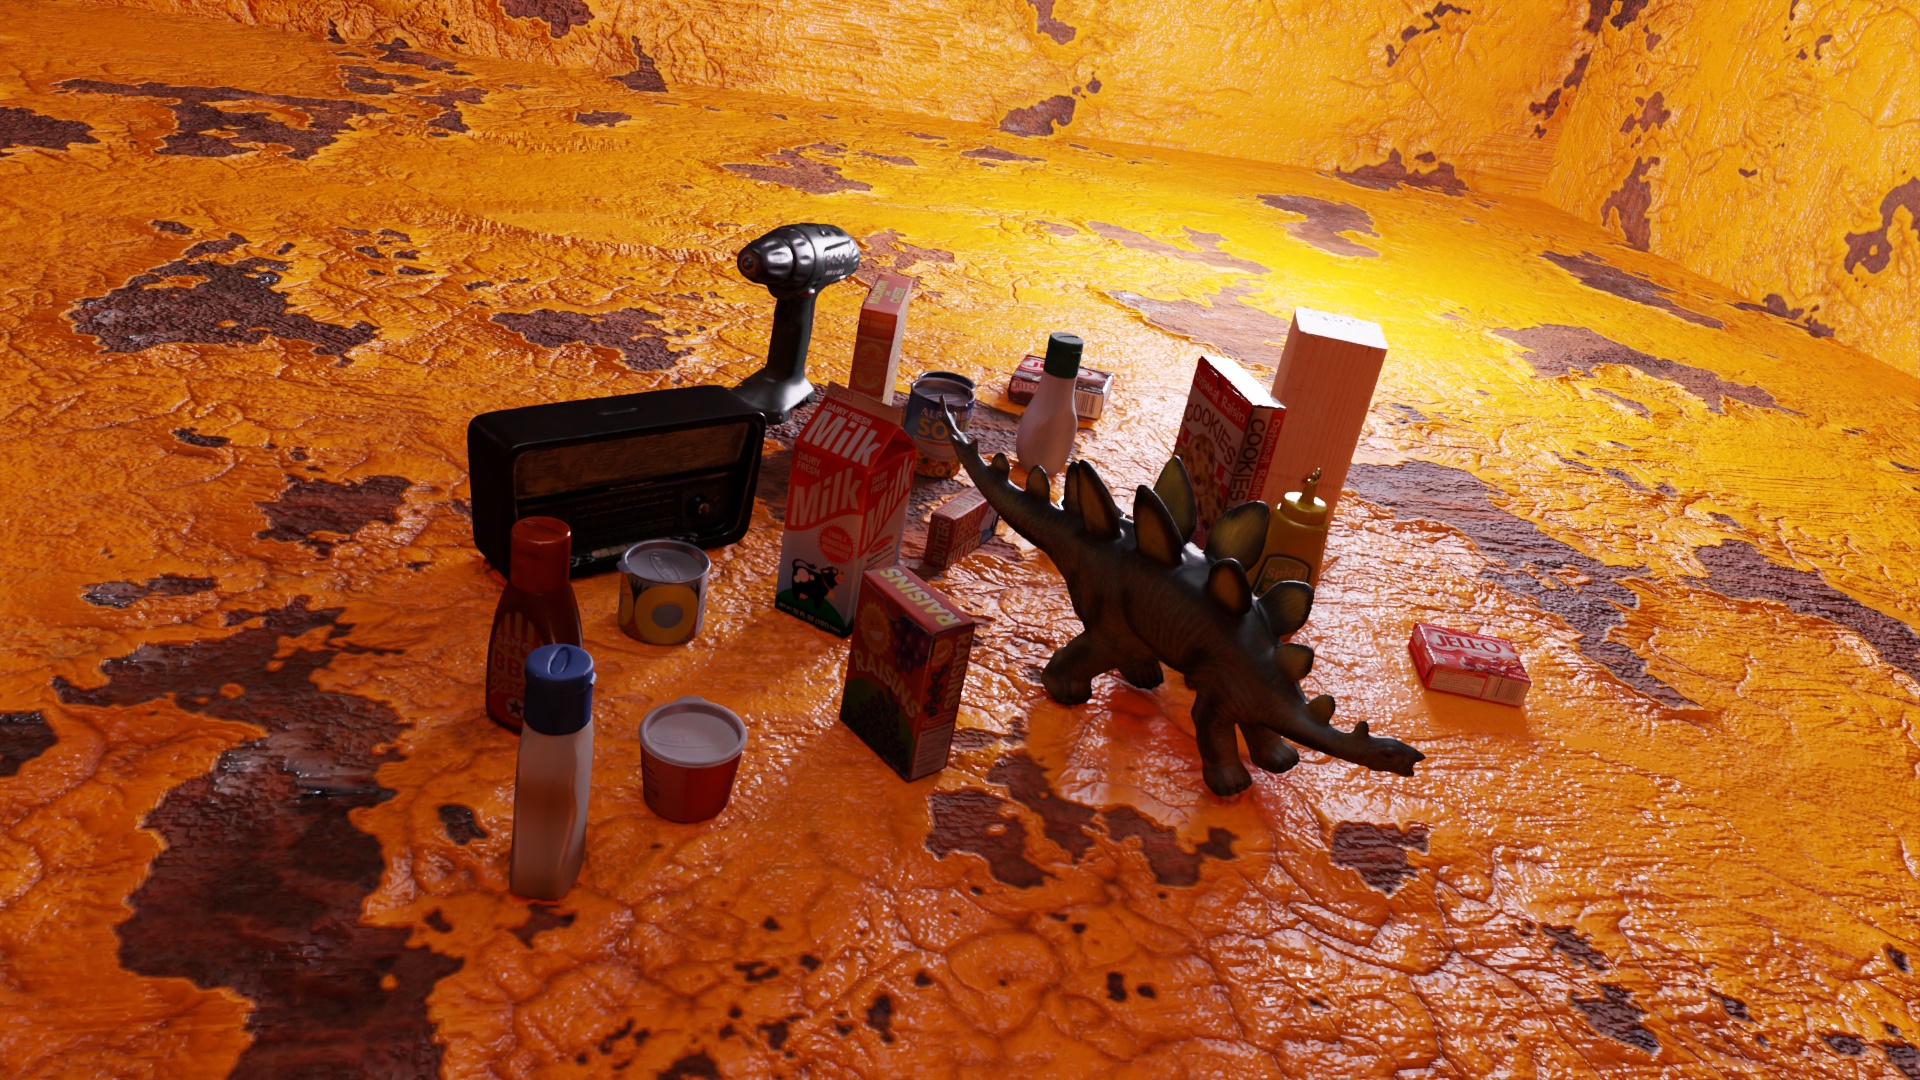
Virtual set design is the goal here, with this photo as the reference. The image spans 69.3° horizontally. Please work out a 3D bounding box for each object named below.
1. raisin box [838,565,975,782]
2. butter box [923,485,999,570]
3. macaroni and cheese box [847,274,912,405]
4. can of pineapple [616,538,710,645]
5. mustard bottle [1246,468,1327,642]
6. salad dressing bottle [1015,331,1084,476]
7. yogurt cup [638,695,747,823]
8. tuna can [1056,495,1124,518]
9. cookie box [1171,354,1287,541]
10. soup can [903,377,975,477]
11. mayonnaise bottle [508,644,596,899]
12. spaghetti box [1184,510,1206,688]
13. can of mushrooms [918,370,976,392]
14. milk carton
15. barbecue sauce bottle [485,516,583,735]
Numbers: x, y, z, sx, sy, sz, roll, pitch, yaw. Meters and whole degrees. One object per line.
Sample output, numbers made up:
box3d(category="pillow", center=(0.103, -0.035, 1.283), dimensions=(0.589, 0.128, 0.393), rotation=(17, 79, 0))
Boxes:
box3d(category="raisin box", center=(-0.039, 0.091, 0.963), dimensions=(0.040, 0.122, 0.086), rotation=(-12, 35, -38))
box3d(category="butter box", center=(0.005, -0.016, 1.263), dimensions=(0.024, 0.053, 0.104), rotation=(23, 29, 22))
box3d(category="macaroni and cheese box", center=(-0.087, -0.172, 1.404), dimensions=(0.040, 0.165, 0.124), rotation=(11, 27, 0))
box3d(category="can of pineapple", center=(-0.229, 0.039, 1.062), dimensions=(0.071, 0.057, 0.071), rotation=(9, 27, -5))
box3d(category="mustard bottle", center=(0.284, 0.010, 1.204), dimensions=(0.065, 0.159, 0.049), rotation=(14, 27, 5))
box3d(category="salad dressing bottle", center=(0.096, -0.141, 1.436), dimensions=(0.064, 0.147, 0.044), rotation=(-8, 32, -33))
box3d(category="yogurt cup", center=(-0.173, 0.143, 0.888), dimensions=(0.072, 0.053, 0.073), rotation=(9, 27, -5))
box3d(category="tuna can", center=(0.121, -0.018, 1.334), dimensions=(0.071, 0.032, 0.071), rotation=(9, 27, -5))
box3d(category="cookie box", center=(0.253, -0.080, 1.358), dimensions=(0.040, 0.166, 0.123), rotation=(2, 28, -19))
box3d(category="soup can", center=(-0.024, -0.113, 1.406), dimensions=(0.071, 0.083, 0.072), rotation=(9, 27, -5))
box3d(category="mayonnaise bottle", center=(-0.231, 0.129, 0.788), dimensions=(0.041, 0.147, 0.065), rotation=(8, 27, -7))
box3d(category="spaghetti box", center=(0.205, 0.045, 1.226), dimensions=(0.029, 0.050, 0.251), rotation=(10, 27, -3))
box3d(category="can of mushrooms", center=(-0.018, -0.163, 1.560), dimensions=(0.071, 0.033, 0.071), rotation=(9, 27, -5))
box3d(category="milk carton", center=(-0.089, -0.028, 1.099), dimensions=(0.072, 0.189, 0.074), rotation=(23, 29, 22))
box3d(category="barbecue sauce bottle", center=(-0.277, 0.057, 0.910), dimensions=(0.065, 0.147, 0.044), rotation=(18, 27, 13))
